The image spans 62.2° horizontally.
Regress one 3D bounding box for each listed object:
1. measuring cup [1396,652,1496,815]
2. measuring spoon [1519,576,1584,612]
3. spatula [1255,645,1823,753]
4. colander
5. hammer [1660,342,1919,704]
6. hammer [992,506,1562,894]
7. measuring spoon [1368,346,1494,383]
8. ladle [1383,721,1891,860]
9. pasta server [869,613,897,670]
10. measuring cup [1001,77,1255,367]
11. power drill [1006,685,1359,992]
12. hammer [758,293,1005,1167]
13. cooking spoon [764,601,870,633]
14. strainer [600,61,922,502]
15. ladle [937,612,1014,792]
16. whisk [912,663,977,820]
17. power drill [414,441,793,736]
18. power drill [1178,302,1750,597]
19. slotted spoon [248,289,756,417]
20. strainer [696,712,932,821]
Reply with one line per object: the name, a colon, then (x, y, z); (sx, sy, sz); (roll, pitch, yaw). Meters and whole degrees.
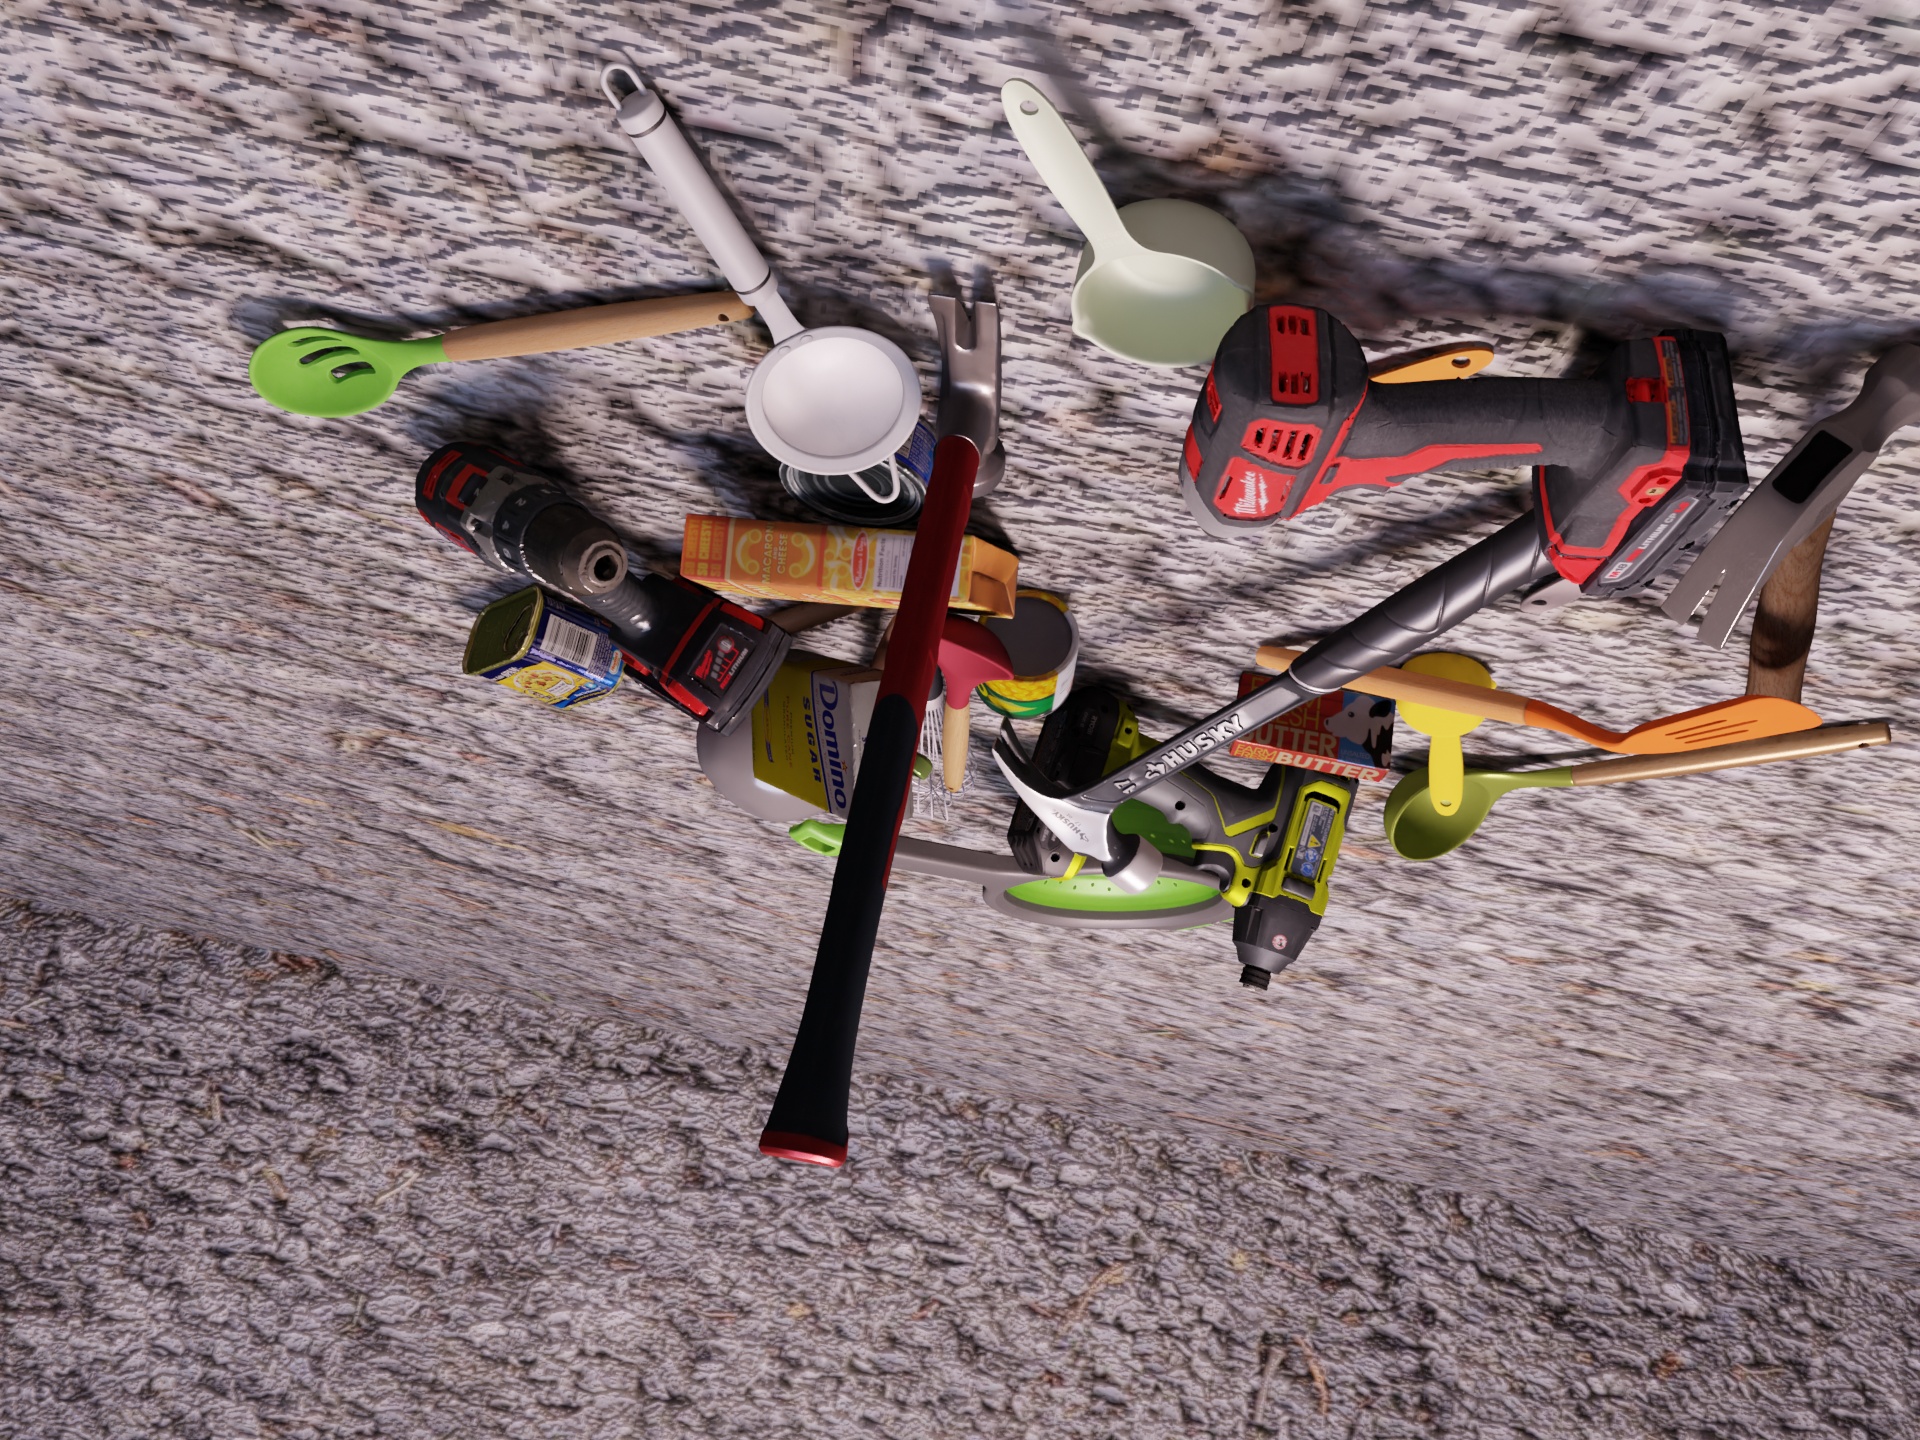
measuring cup: (0.309, 0.019, 1.016); (0.062, 0.029, 0.156); (3, 139, 21)
measuring spoon: (0.332, -0.082, 0.843); (0.034, 0.018, 0.124); (12, 165, -8)
spatula: (0.299, -0.018, 0.888); (0.081, 0.041, 0.323); (13, -178, -44)
colander: (0.052, 0.083, 1.214); (0.396, 0.095, 0.204); (14, 158, -31)
hammer: (0.404, -0.053, 0.781); (0.031, 0.130, 0.331); (47, -175, 29)
hammer: (0.183, -0.021, 0.904); (0.149, 0.036, 0.409); (39, 134, -18)
measuring spoon: (0.189, -0.155, 0.736); (0.117, 0.011, 0.021); (-11, 149, 37)
ladle: (0.429, 0.043, 1.040); (0.320, 0.062, 0.078); (-12, 144, 40)
pasta server: (-0.063, -0.017, 1.108); (0.060, 0.040, 0.316); (31, 164, -1)
measuring cup: (0.064, -0.206, 0.637); (0.083, 0.038, 0.167); (-4, 151, 33)
power drill: (0.155, 0.081, 1.112); (0.223, 0.171, 0.080); (20, 171, -10)
hammer: (-0.030, -0.001, 0.710); (0.038, 0.387, 0.143); (9, 158, 6)
cooking spoon: (-0.136, -0.063, 1.104); (0.068, 0.017, 0.319); (14, 161, -41)
strainer: (-0.089, -0.197, 0.731); (0.087, 0.050, 0.258); (-22, 142, 12)
ladle: (-0.002, -0.003, 1.030); (0.069, 0.031, 0.315); (25, 162, 7)
whisk: (-0.023, -0.006, 1.150); (0.070, 0.070, 0.284); (9, 153, 6)
power drill: (-0.203, -0.077, 0.955); (0.188, 0.080, 0.226); (27, 172, 43)
power drill: (0.206, -0.114, 0.693); (0.219, 0.079, 0.143); (4, 158, -3)
slotted spoon: (-0.242, -0.196, 0.825); (0.314, 0.031, 0.070); (-1, 155, 24)
strainer: (-0.116, 0.041, 1.186); (0.256, 0.069, 0.151); (7, 150, 51)
